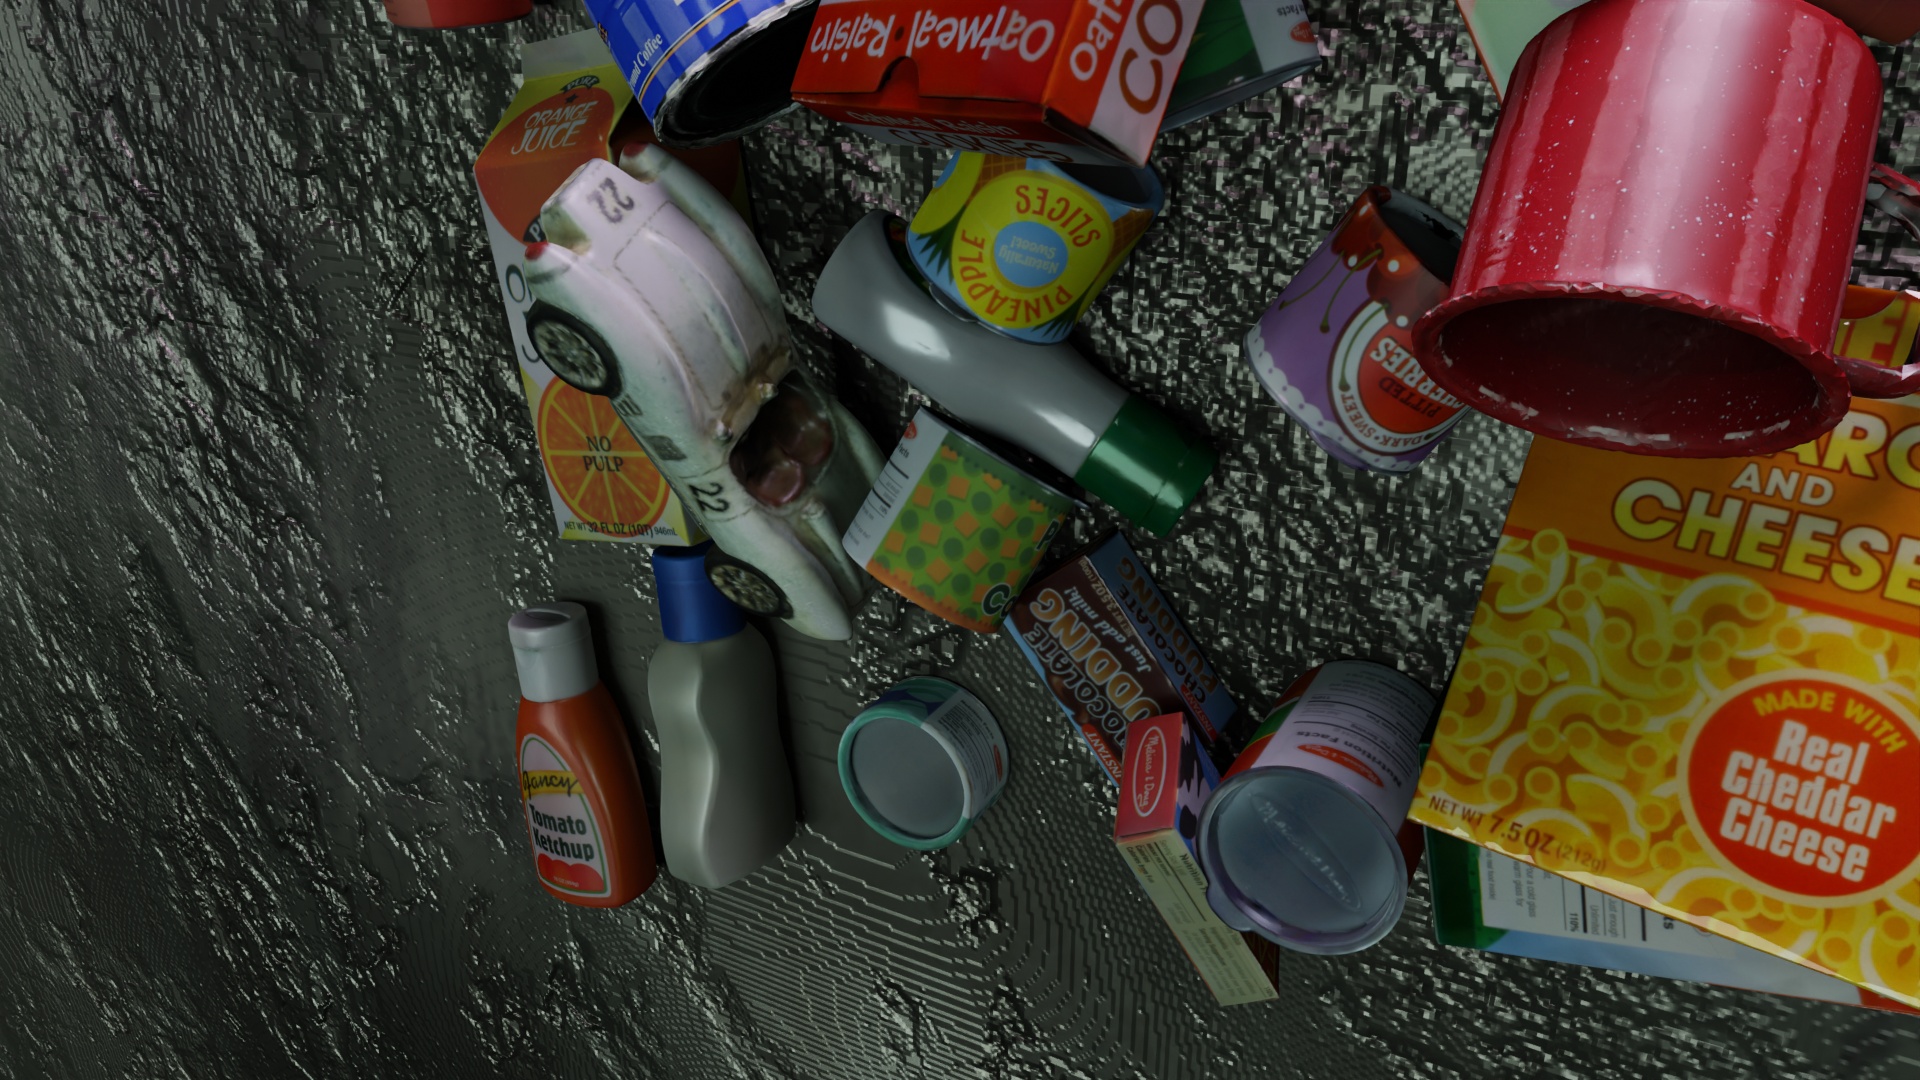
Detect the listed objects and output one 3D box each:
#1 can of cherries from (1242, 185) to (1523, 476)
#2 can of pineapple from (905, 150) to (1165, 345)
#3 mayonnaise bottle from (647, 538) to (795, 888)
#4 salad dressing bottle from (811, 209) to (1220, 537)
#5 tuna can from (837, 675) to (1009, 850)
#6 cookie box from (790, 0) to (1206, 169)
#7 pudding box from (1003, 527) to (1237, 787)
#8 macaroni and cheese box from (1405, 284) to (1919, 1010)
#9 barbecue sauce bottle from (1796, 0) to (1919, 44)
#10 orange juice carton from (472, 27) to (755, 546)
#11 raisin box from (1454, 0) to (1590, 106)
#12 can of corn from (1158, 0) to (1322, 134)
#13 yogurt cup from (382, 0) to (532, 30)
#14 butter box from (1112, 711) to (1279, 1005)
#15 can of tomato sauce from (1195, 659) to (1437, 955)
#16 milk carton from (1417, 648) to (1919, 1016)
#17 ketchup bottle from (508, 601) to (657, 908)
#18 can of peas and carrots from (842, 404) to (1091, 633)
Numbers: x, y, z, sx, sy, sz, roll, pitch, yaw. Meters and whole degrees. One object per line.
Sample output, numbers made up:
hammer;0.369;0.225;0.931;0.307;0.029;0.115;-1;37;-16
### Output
can of cherries;0.128;-0.060;0.408;0.071;0.072;0.058;43;124;9
can of pineapple;0.024;-0.106;0.453;0.071;0.071;0.057;43;125;9
mayonnaise bottle;-0.108;0.073;0.609;0.041;0.065;0.147;5;108;33
salad dressing bottle;0.020;-0.057;0.483;0.148;0.064;0.043;35;113;4
tuna can;-0.018;0.094;0.580;0.071;0.033;0.070;11;114;26
cookie box;0.024;-0.187;0.367;0.123;0.040;0.167;25;96;51
pudding box;0.057;0.044;0.517;0.049;0.030;0.083;-33;91;37
macaroni and cheese box;0.203;0.016;0.355;0.124;0.040;0.166;17;86;32
barbecue sauce bottle;0.149;-0.156;0.316;0.148;0.065;0.043;25;145;9
orange juice carton;-0.127;-0.099;0.542;0.072;0.073;0.192;3;110;32
raisin box;0.161;-0.182;0.359;0.086;0.040;0.123;-22;97;36
can of corn;0.063;-0.155;0.410;0.071;0.071;0.058;-15;100;34
yogurt cup;-0.198;-0.231;0.539;0.072;0.073;0.053;15;124;25
butter box;0.086;0.114;0.492;0.024;0.053;0.103;-16;126;25
can of tomato sauce;0.123;0.087;0.463;0.071;0.083;0.071;12;115;27
milk carton;0.239;0.081;0.399;0.190;0.073;0.073;0;110;31
ketchup bottle;-0.189;0.104;0.679;0.065;0.044;0.148;6;111;29
can of peas and carrots;0.002;-0.006;0.497;0.071;0.071;0.058;33;97;15
